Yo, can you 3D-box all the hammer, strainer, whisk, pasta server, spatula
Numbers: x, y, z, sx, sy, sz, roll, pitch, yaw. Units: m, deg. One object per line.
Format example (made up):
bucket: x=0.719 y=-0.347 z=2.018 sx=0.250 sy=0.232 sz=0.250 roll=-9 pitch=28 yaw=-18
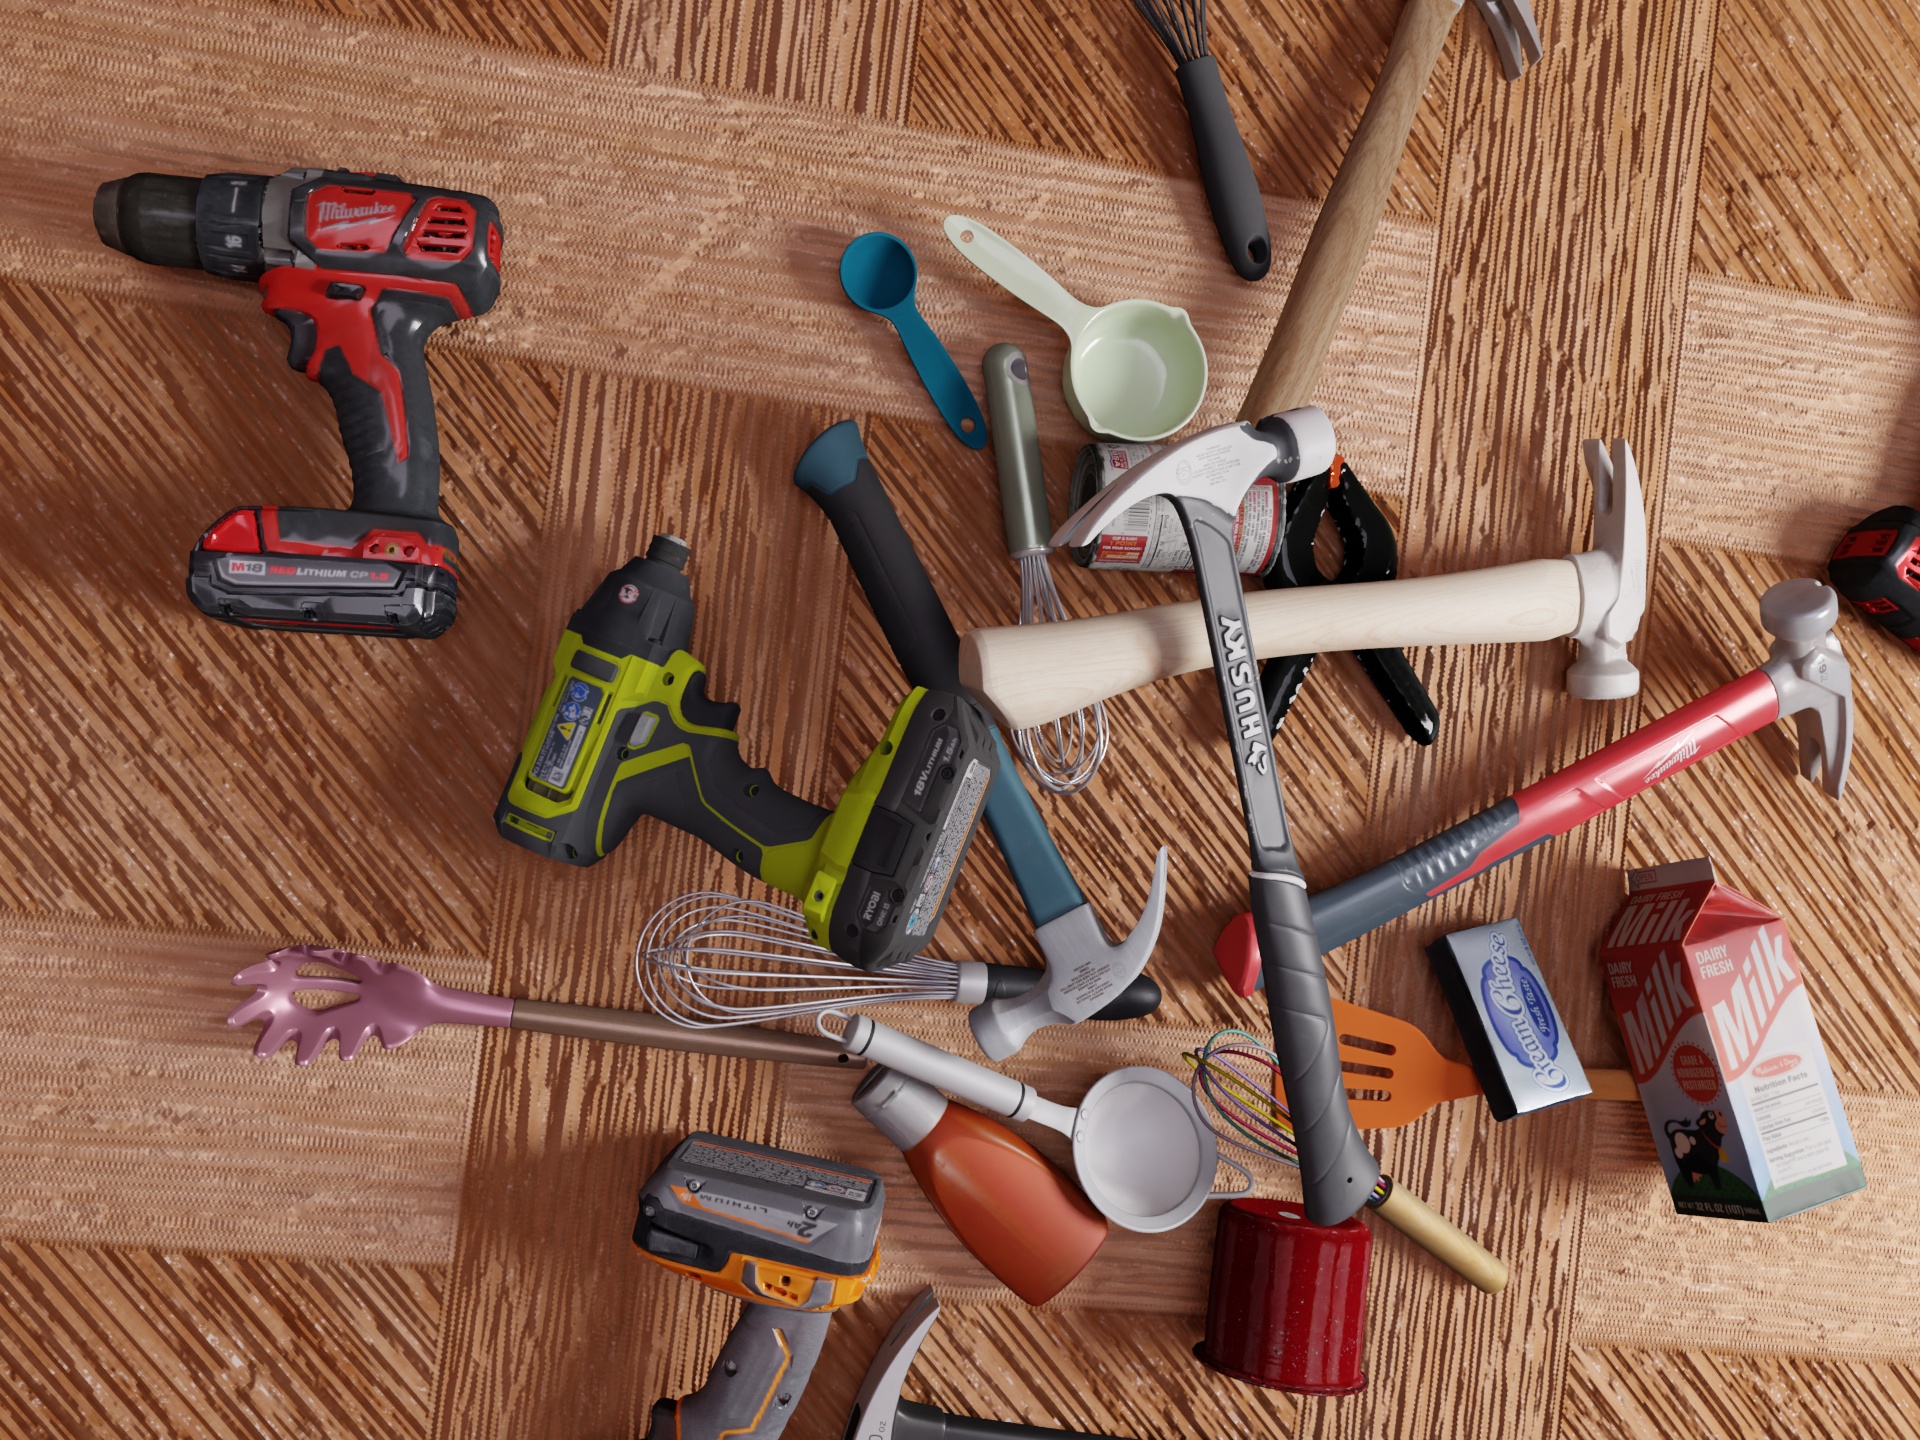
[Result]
hammer: x=-0.001 y=-0.003 z=0.815 sx=0.128 sy=0.033 sz=0.331 roll=-28 pitch=82 yaw=9
hammer: x=0.226 y=-0.299 z=0.879 sx=0.130 sy=0.031 sz=0.331 roll=23 pitch=81 yaw=-10
strainer: x=0.037 y=0.202 z=0.835 sx=0.258 sy=0.050 sz=0.087 roll=27 pitch=62 yaw=-18
hammer: x=0.192 y=-0.062 z=0.827 sx=0.410 sy=0.038 sz=0.146 roll=-8 pitch=100 yaw=-22
whisk: x=-0.027 y=0.136 z=0.836 sx=0.284 sy=0.070 sz=0.070 roll=7 pitch=89 yaw=-14
hammer: x=0.103 y=0.401 z=0.865 sx=0.334 sy=0.035 sz=0.146 roll=11 pitch=89 yaw=-10
pasta server: x=-0.202 y=0.156 z=0.813 sx=0.316 sy=0.040 sz=0.060 roll=9 pitch=100 yaw=-11
hammer: x=0.324 y=0.065 z=0.892 sx=0.386 sy=0.038 sz=0.143 roll=-27 pitch=122 yaw=-3
whisk: x=0.126 y=-0.356 z=0.868 sx=0.055 sy=0.055 sz=0.239 roll=-20 pitch=97 yaw=-9
spatula: x=0.338 y=0.205 z=0.913 sx=0.322 sy=0.041 sz=0.081 roll=6 pitch=90 yaw=-14
hammer: x=0.149 y=0.062 z=0.782 sx=0.149 sy=0.036 sz=0.409 roll=-18 pitch=103 yaw=-23
whisk: x=0.213 y=0.246 z=0.876 sx=0.244 sy=0.047 sz=0.051 roll=38 pitch=48 yaw=-16
whisk: x=0.039 y=-0.082 z=0.854 sx=0.057 sy=0.059 sz=0.246 roll=-5 pitch=86 yaw=-46

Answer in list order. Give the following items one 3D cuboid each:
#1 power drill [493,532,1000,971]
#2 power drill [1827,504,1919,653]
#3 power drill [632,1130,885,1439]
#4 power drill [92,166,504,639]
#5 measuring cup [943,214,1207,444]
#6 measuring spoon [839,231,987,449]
power drill: x=-0.103 y=0.015 z=0.782 sx=0.223 sy=0.080 sz=0.171 roll=21 pitch=87 yaw=15
power drill: x=0.626 y=-0.131 z=0.938 sx=0.143 sy=0.078 sz=0.219 roll=34 pitch=87 yaw=-8
power drill: x=-0.131 y=0.332 z=0.800 sx=0.164 sy=0.084 sz=0.226 roll=12 pitch=92 yaw=3
power drill: x=-0.326 y=-0.159 z=0.776 sx=0.188 sy=0.080 sz=0.227 roll=3 pitch=86 yaw=-10
measuring cup: x=0.057 y=-0.214 z=0.860 sx=0.167 sy=0.038 sz=0.083 roll=37 pitch=84 yaw=-6
measuring spoon: x=-0.023 y=-0.202 z=0.859 sx=0.042 sy=0.021 sz=0.128 roll=-34 pitch=104 yaw=-9
